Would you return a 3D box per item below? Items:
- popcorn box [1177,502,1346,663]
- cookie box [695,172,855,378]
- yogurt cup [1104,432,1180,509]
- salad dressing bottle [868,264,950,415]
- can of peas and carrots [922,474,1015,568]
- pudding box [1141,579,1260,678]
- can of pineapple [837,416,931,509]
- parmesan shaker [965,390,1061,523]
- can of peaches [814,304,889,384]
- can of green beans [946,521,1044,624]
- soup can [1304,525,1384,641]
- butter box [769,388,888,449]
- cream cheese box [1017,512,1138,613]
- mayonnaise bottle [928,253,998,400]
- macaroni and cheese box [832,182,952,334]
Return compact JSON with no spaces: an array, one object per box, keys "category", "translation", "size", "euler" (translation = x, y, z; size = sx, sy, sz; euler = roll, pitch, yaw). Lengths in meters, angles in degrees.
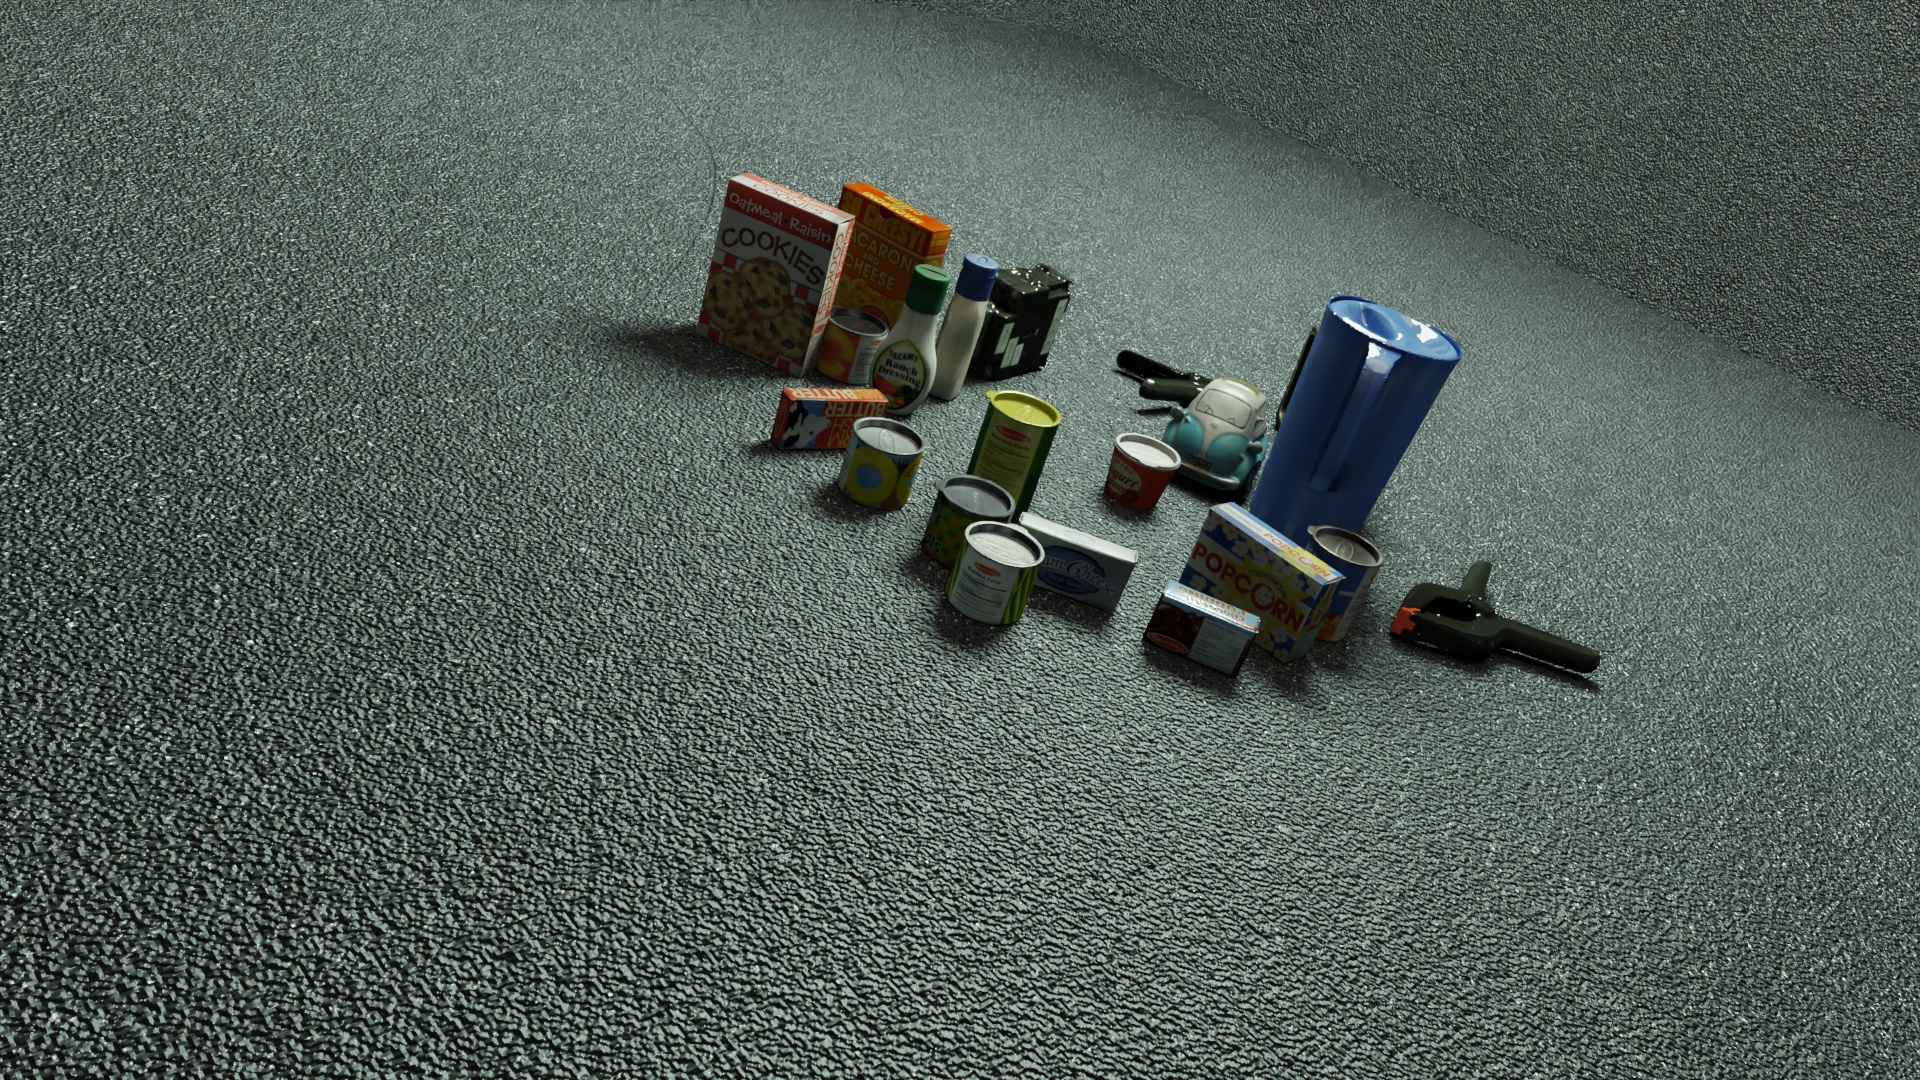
[{"category":"popcorn box","translation":[0.258,0.035,1.206],"size":[0.038,0.084,0.127],"euler":[-13,42,-45]},{"category":"cookie box","translation":[-0.185,-0.263,1.378],"size":[0.123,0.166,0.040],"euler":[25,29,10]},{"category":"yogurt cup","translation":[0.176,-0.067,1.369],"size":[0.072,0.053,0.073],"euler":[15,29,-8]},{"category":"salad dressing bottle","translation":[-0.048,-0.197,1.364],"size":[0.064,0.147,0.044],"euler":[20,28,3]},{"category":"can of peas and carrots","translation":[0.004,-0.015,1.169],"size":[0.071,0.058,0.071],"euler":[15,28,-8]},{"category":"pudding box","translation":[0.198,0.072,1.142],"size":[0.084,0.049,0.030],"euler":[22,28,7]},{"category":"can of pineapple","translation":[-0.068,-0.067,1.219],"size":[0.071,0.057,0.071],"euler":[15,28,-8]},{"category":"parmesan shaker","translation":[0.041,-0.076,1.252],"size":[0.071,0.102,0.071],"euler":[15,28,-8]},{"category":"can of peaches","translation":[-0.114,-0.201,1.426],"size":[0.071,0.057,0.071],"euler":[15,28,-8]},{"category":"can of green beans","translation":[0.027,0.026,1.112],"size":[0.071,0.057,0.071],"euler":[15,28,-8]},{"category":"soup can","translation":[0.328,0.037,1.245],"size":[0.071,0.083,0.072],"euler":[15,28,-8]},{"category":"butter box","translation":[-0.120,-0.111,1.271],"size":[0.104,0.053,0.024],"euler":[-4,36,-36]},{"category":"cream cheese box","translation":[0.091,0.019,1.168],"size":[0.104,0.053,0.024],"euler":[20,28,2]},{"category":"mayonnaise bottle","translation":[0.001,-0.222,1.437],"size":[0.041,0.147,0.065],"euler":[19,28,0]},{"category":"macaroni and cheese box","translation":[-0.088,-0.272,1.452],"size":[0.124,0.165,0.040],"euler":[32,31,24]}]
